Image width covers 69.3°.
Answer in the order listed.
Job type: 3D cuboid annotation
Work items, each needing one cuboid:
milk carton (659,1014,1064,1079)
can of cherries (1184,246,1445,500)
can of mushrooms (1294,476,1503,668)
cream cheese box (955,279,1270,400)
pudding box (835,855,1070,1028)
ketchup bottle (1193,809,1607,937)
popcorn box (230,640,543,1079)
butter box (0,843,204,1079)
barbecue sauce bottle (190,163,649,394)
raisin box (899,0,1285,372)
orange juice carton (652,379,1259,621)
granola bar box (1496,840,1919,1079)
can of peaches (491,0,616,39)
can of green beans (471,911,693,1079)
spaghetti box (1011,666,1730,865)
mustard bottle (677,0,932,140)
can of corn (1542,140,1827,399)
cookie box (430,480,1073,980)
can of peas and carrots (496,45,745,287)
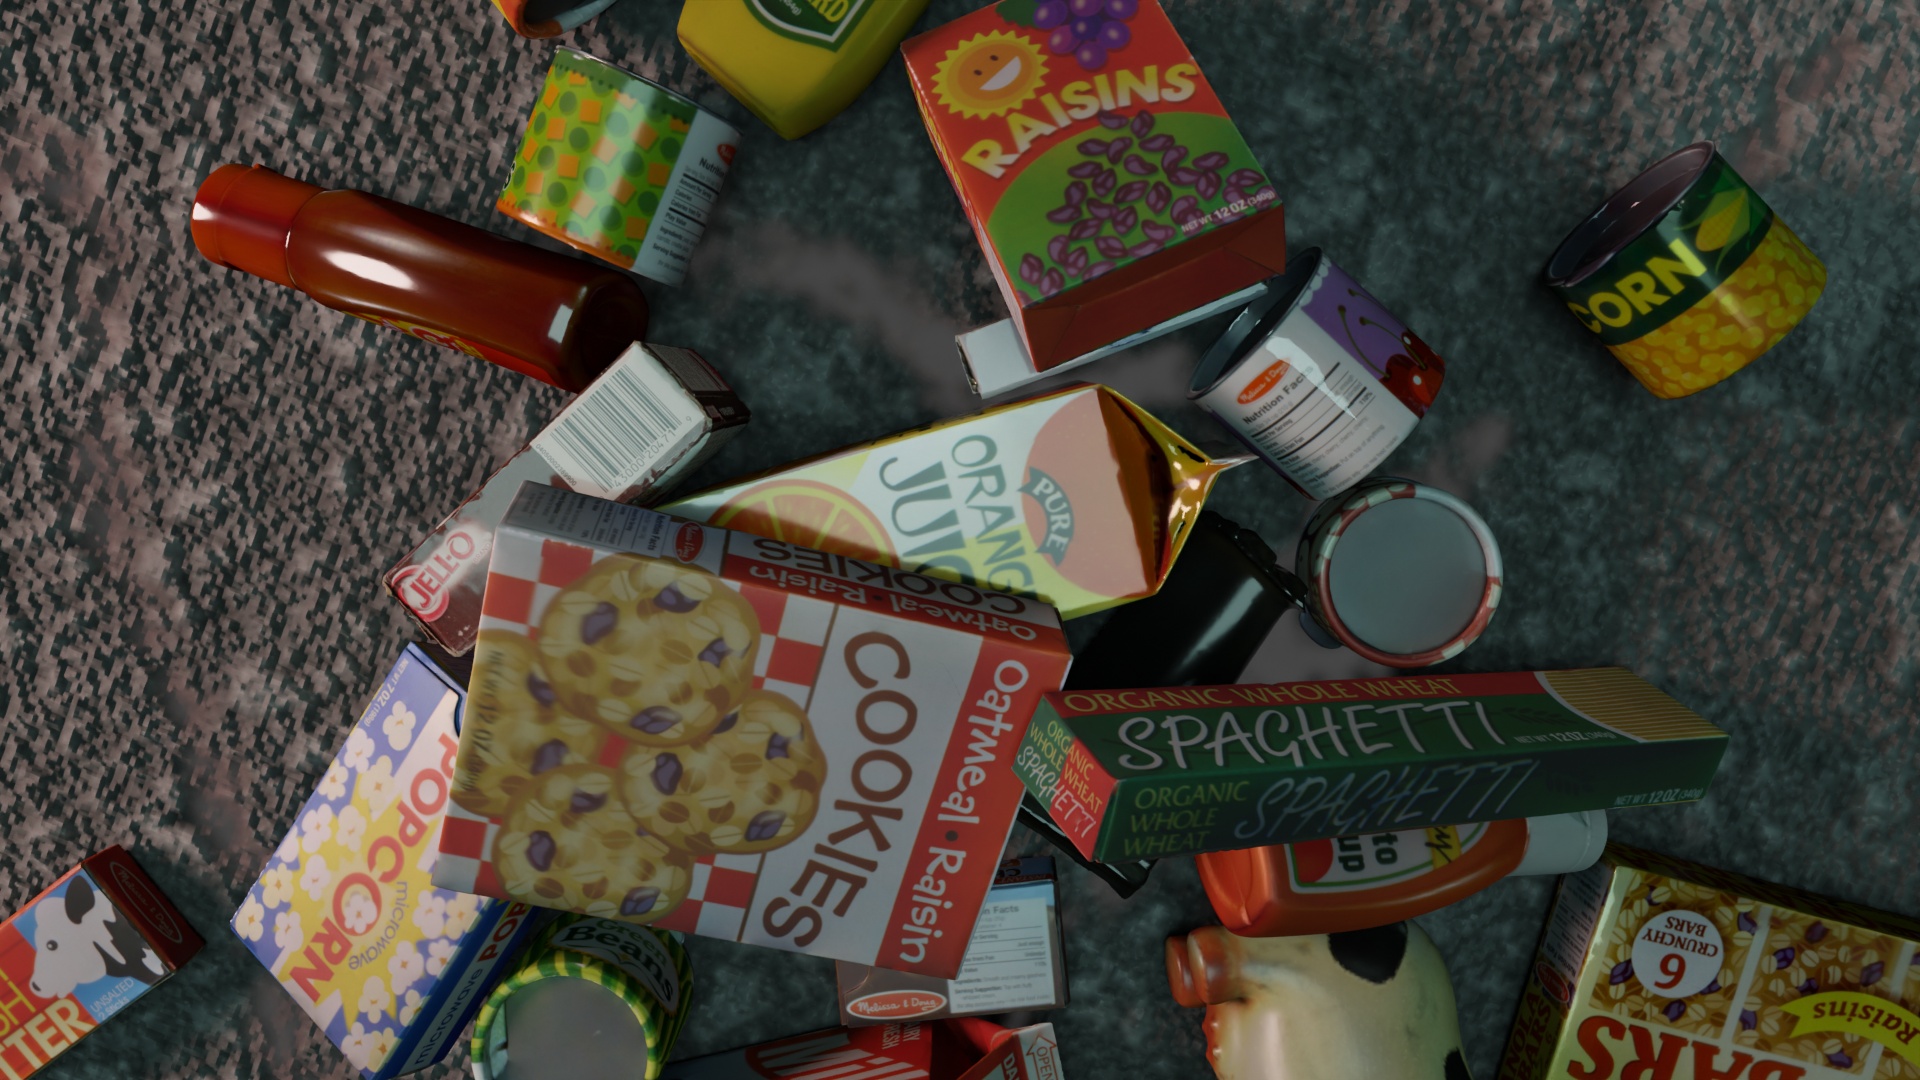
[{"bbox_3d":[-0.053,0.225,0.497,0.191,0.073,0.072,-12,96,1],"label":"milk carton"},{"bbox_3d":[0.121,-0.057,0.474,0.058,0.071,0.071,39,95,-7],"label":"can of cherries"},{"bbox_3d":[0.154,0.013,0.497,0.071,0.033,0.071,0,96,-1],"label":"can of mushrooms"},{"bbox_3d":[0.050,-0.076,0.478,0.104,0.053,0.024,-20,94,2],"label":"cream cheese box"},{"bbox_3d":[-0.004,0.147,0.511,0.084,0.030,0.049,-6,97,1],"label":"pudding box"},{"bbox_3d":[0.153,0.099,0.478,0.149,0.043,0.065,2,55,-22],"label":"ketchup bottle"},{"bbox_3d":[-0.189,0.111,0.489,0.085,0.038,0.126,36,95,22],"label":"popcorn box"},{"bbox_3d":[-0.342,0.165,0.516,0.103,0.024,0.053,-36,95,3],"label":"butter box"},{"bbox_3d":[-0.186,-0.091,0.474,0.148,0.065,0.043,19,94,7],"label":"barbecue sauce bottle"},{"bbox_3d":[0.041,-0.125,0.451,0.086,0.040,0.124,-23,61,2],"label":"raisin box"},{"bbox_3d":[0.002,-0.006,0.476,0.193,0.072,0.073,-16,97,2],"label":"orange juice carton"},{"bbox_3d":[0.293,0.189,0.510,0.166,0.039,0.124,15,96,-1],"label":"granola bar box"},{"bbox_3d":[-0.139,-0.209,0.457,0.071,0.071,0.058,-38,96,4],"label":"can of peaches"},{"bbox_3d":[-0.134,0.172,0.500,0.071,0.058,0.071,0,96,0],"label":"can of green beans"},{"bbox_3d":[0.139,0.067,0.440,0.250,0.050,0.028,1,114,-26],"label":"spaghetti box"},{"bbox_3d":[-0.026,-0.213,0.467,0.065,0.049,0.160,40,94,-2],"label":"mustard bottle"},{"bbox_3d":[0.242,-0.089,0.469,0.058,0.071,0.071,44,94,-5],"label":"can of corn"},{"bbox_3d":[-0.063,0.062,0.427,0.167,0.040,0.122,13,111,-11],"label":"cookie box"},{"bbox_3d":[-0.116,-0.125,0.468,0.071,0.071,0.058,23,96,-2],"label":"can of peas and carrots"}]
